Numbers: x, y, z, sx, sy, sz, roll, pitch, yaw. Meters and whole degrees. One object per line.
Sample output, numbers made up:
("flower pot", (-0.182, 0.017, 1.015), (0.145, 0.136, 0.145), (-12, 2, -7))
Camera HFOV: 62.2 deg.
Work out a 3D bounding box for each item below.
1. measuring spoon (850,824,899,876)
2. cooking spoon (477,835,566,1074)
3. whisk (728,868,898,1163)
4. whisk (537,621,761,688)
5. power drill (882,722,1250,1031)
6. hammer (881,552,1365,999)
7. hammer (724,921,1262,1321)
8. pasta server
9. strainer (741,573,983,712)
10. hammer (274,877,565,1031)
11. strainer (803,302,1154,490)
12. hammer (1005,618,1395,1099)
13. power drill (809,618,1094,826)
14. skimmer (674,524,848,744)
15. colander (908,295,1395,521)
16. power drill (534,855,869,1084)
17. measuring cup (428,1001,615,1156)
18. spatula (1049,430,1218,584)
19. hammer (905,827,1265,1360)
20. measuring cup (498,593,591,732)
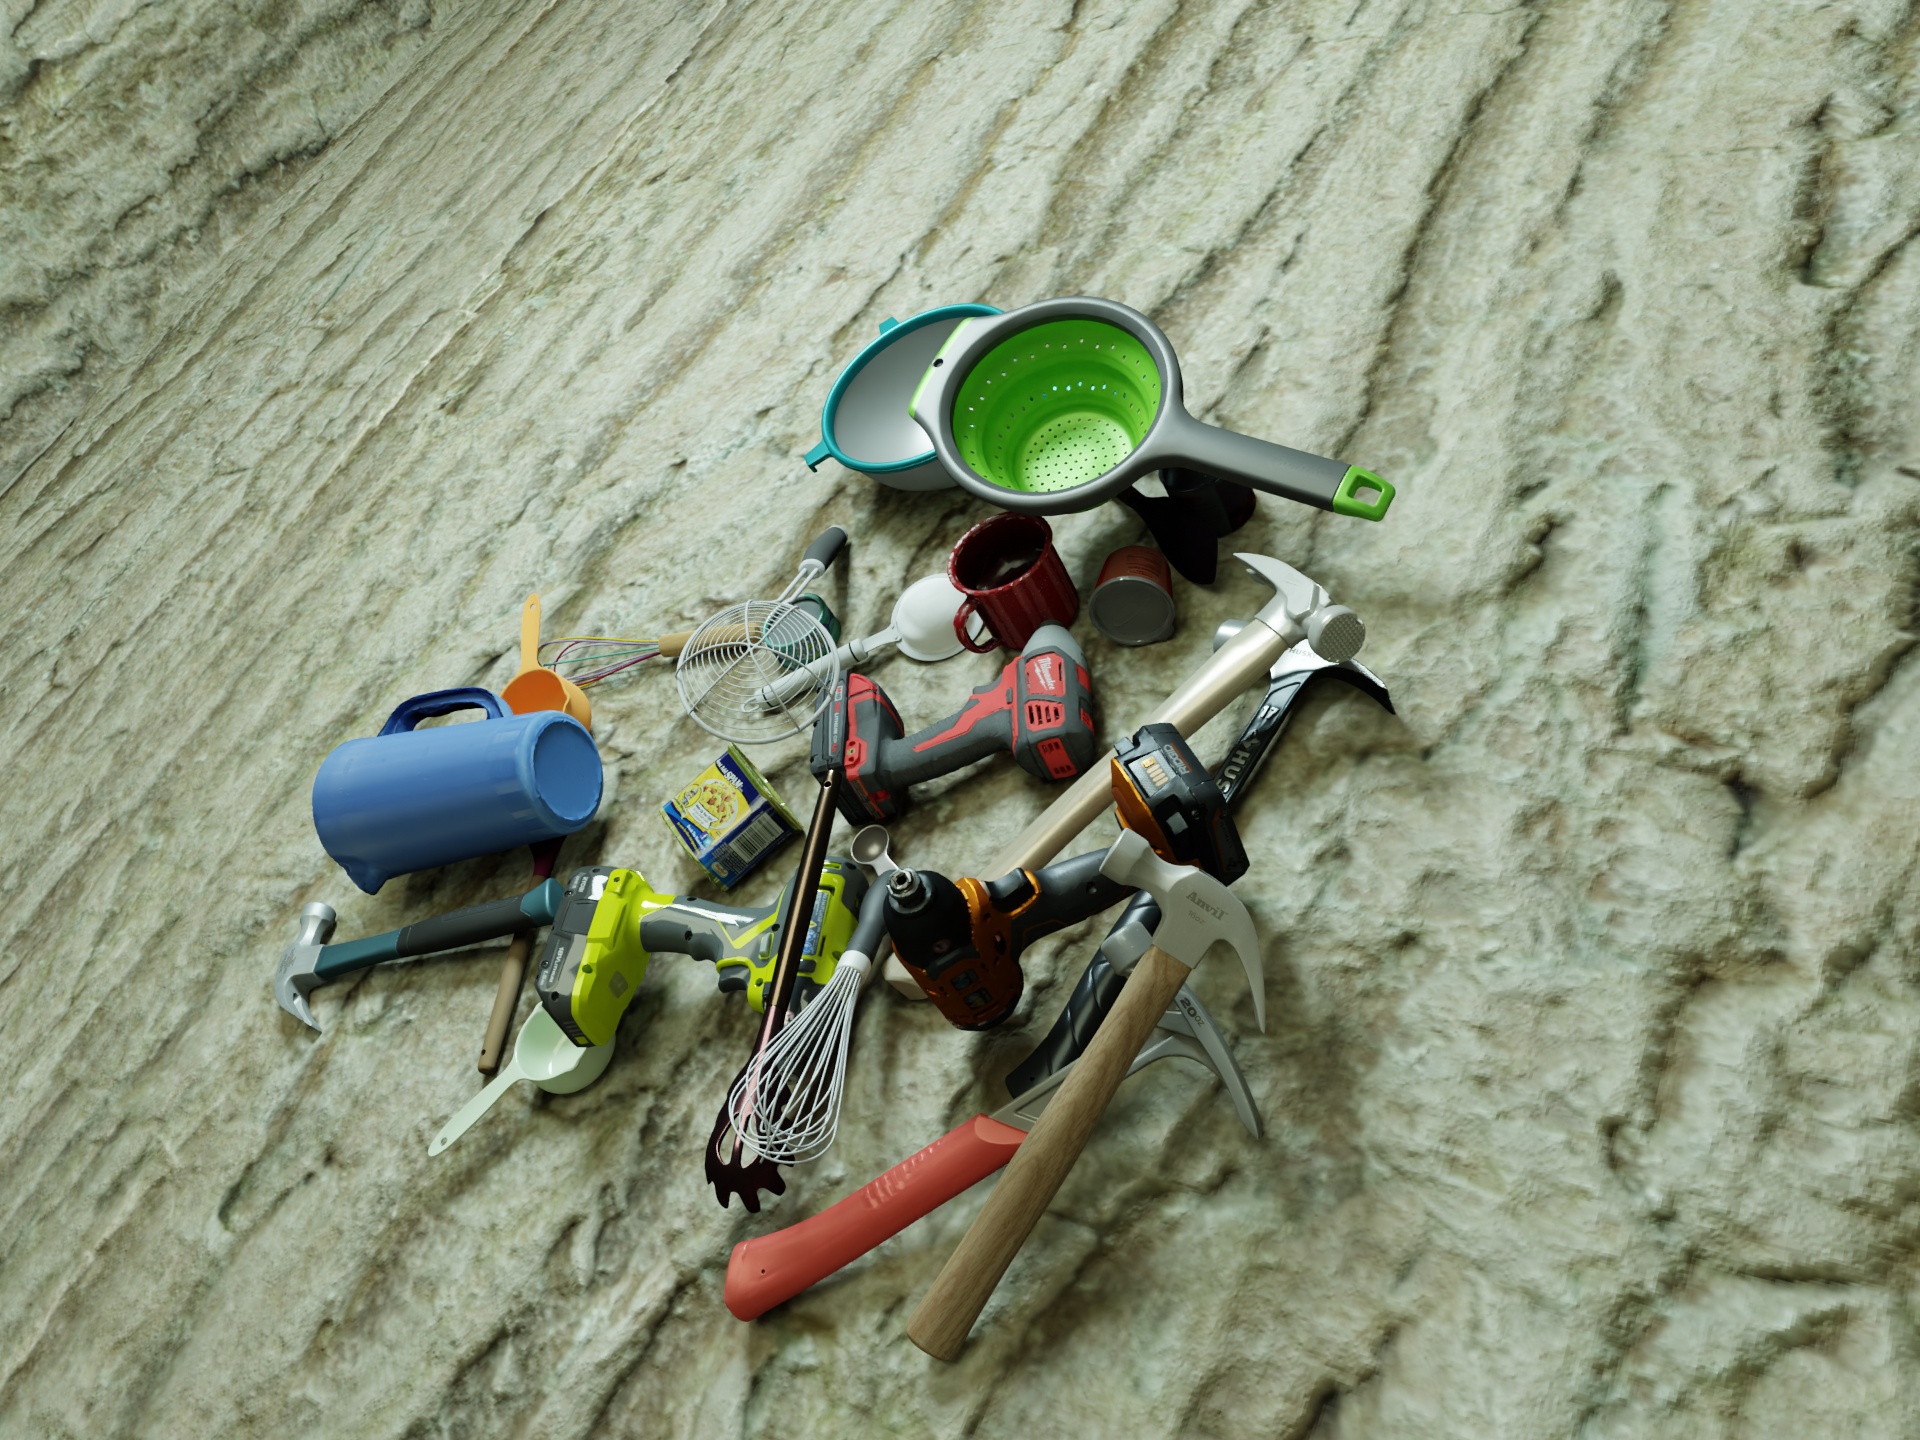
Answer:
("measuring spoon", (-0.046, 0.127, 1.210), (0.034, 0.018, 0.124), (-39, 50, 2))
("cooking spoon", (-0.368, 0.159, 1.370), (0.069, 0.017, 0.319), (-18, 45, 25))
("whisk", (-0.082, 0.191, 1.081), (0.070, 0.070, 0.285), (-11, 28, 23))
("whisk", (-0.300, -0.064, 1.518), (0.245, 0.051, 0.047), (-7, 82, 21))
("power drill", (0.060, 0.098, 1.010), (0.226, 0.164, 0.084), (-31, 51, 0))
("hammer", (0.098, 0.043, 1.137), (0.410, 0.038, 0.146), (-43, 31, 3))
("hammer", (0.006, 0.283, 0.998), (0.359, 0.036, 0.149), (-35, 73, 9))
("pasta server", (-0.121, 0.179, 1.110), (0.060, 0.040, 0.316), (5, 61, 11))
("strainer", (-0.082, -0.064, 1.382), (0.258, 0.050, 0.087), (-27, 58, 13))
("hammer", (-0.471, 0.188, 1.379), (0.331, 0.033, 0.128), (-16, 47, 25))
("strainer", (0.034, -0.280, 1.463), (0.340, 0.095, 0.211), (7, 59, 33))
("hammer", (0.154, 0.100, 1.094), (0.149, 0.036, 0.409), (17, 63, 39))
("power drill", (-0.002, -0.004, 1.254), (0.219, 0.078, 0.143), (-14, 46, 17))
("skimmer", (-0.142, -0.086, 1.357), (0.127, 0.090, 0.363), (7, 21, 4))
("colander", (0.152, -0.208, 1.258), (0.397, 0.094, 0.204), (22, 73, 26))
("power drill", (-0.189, 0.182, 1.177), (0.223, 0.080, 0.171), (0, 53, 14))
("measuring cup", (-0.336, 0.283, 1.228), (0.167, 0.038, 0.083), (-43, 43, -6))
("spatula", (0.138, -0.196, 1.364), (0.018, 0.059, 0.316), (-13, 34, -19))
("hammer", (0.068, 0.237, 0.943), (0.130, 0.031, 0.331), (31, 95, 6))
("measuring cup", (-0.393, -0.037, 1.508), (0.095, 0.052, 0.174), (-18, 60, 20))
